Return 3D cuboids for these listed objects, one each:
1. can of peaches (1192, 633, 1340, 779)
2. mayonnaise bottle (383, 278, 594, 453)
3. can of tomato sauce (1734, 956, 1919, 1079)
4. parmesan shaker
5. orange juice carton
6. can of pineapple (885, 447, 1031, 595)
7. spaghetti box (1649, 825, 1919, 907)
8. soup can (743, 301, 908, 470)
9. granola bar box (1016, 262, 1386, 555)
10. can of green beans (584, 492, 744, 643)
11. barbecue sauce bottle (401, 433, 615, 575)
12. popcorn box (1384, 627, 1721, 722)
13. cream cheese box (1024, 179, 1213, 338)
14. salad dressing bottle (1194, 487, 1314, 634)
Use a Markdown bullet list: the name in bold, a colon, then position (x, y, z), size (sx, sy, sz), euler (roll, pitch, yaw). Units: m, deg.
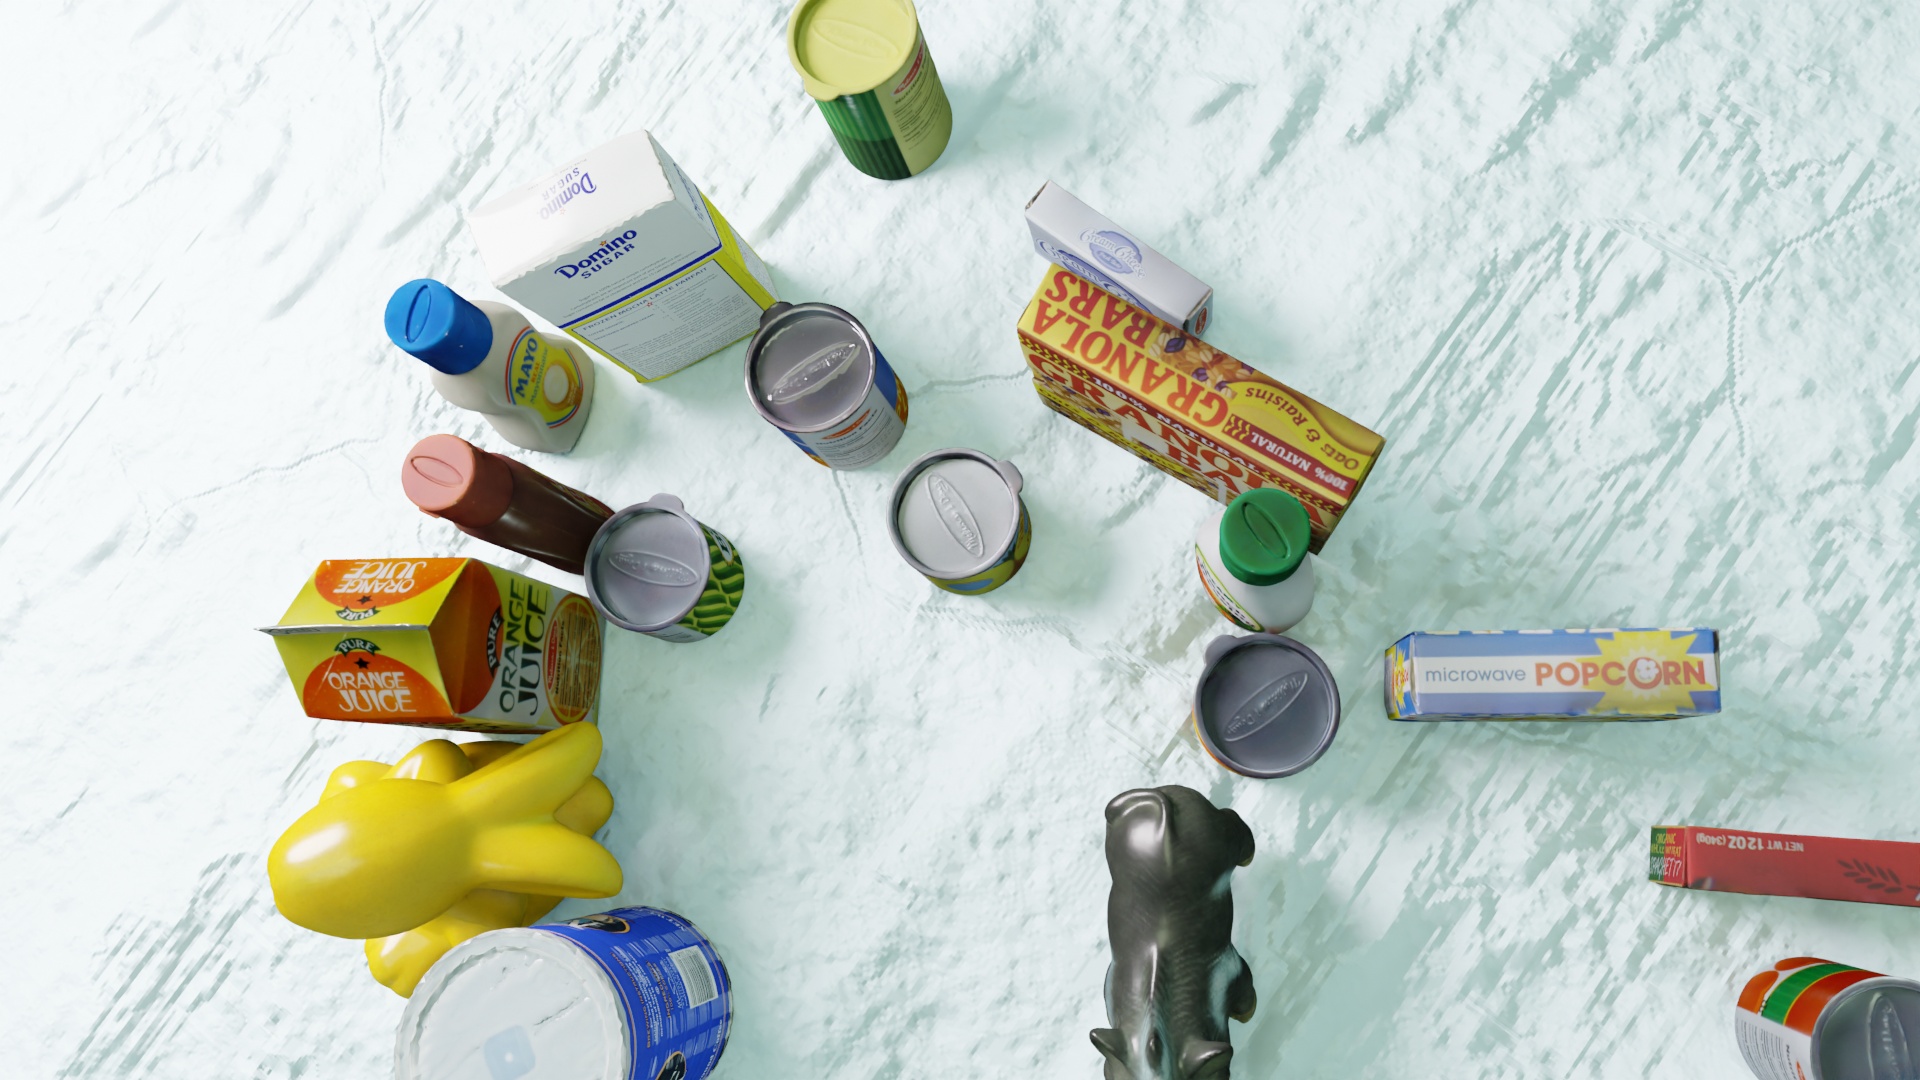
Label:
- **can of peaches**: position (0.142, 0.078, 0.659), size (0.071, 0.058, 0.071), euler (-2, 79, 9)
- **mayonnaise bottle**: position (-0.236, -0.090, 0.706), size (0.041, 0.148, 0.065), euler (10, 81, 11)
- **can of tomato sauce**: position (0.377, 0.212, 0.582), size (0.071, 0.083, 0.071), euler (-2, 79, 9)
- **parmesan shaker**: position (-0.047, -0.238, 0.728), size (0.071, 0.103, 0.071), euler (-2, 79, 9)
- **orange juice carton**: position (-0.240, 0.052, 0.656), size (0.072, 0.192, 0.073), euler (-1, 80, 9)
- **can of pineapple**: position (0.002, -0.009, 0.699), size (0.071, 0.058, 0.071), euler (-2, 79, 9)
- **spaghetti box**: position (0.438, 0.147, 0.602), size (0.250, 0.050, 0.029), euler (3, 80, 10)
- **soup can**: position (-0.067, -0.079, 0.710), size (0.071, 0.083, 0.071), euler (-2, 79, 9)
- **granola bar box**: position (0.110, -0.057, 0.657), size (0.166, 0.124, 0.039), euler (31, 86, 13)
- **can of green beans**: position (-0.151, 0.018, 0.718), size (0.071, 0.057, 0.071), euler (-2, 79, 9)
- **barbecue sauce bottle**: position (-0.221, -0.017, 0.689), size (0.065, 0.148, 0.044), euler (24, 84, 13)
- **popcorn box**: position (0.262, 0.062, 0.629), size (0.127, 0.085, 0.038), euler (-1, 79, 9)
- **cream cheese box**: position (0.081, -0.140, 0.714), size (0.104, 0.053, 0.024), euler (37, 87, 14)
- **salad dressing bottle**: position (0.134, 0.008, 0.628), size (0.044, 0.147, 0.064), euler (-36, 76, 1)
